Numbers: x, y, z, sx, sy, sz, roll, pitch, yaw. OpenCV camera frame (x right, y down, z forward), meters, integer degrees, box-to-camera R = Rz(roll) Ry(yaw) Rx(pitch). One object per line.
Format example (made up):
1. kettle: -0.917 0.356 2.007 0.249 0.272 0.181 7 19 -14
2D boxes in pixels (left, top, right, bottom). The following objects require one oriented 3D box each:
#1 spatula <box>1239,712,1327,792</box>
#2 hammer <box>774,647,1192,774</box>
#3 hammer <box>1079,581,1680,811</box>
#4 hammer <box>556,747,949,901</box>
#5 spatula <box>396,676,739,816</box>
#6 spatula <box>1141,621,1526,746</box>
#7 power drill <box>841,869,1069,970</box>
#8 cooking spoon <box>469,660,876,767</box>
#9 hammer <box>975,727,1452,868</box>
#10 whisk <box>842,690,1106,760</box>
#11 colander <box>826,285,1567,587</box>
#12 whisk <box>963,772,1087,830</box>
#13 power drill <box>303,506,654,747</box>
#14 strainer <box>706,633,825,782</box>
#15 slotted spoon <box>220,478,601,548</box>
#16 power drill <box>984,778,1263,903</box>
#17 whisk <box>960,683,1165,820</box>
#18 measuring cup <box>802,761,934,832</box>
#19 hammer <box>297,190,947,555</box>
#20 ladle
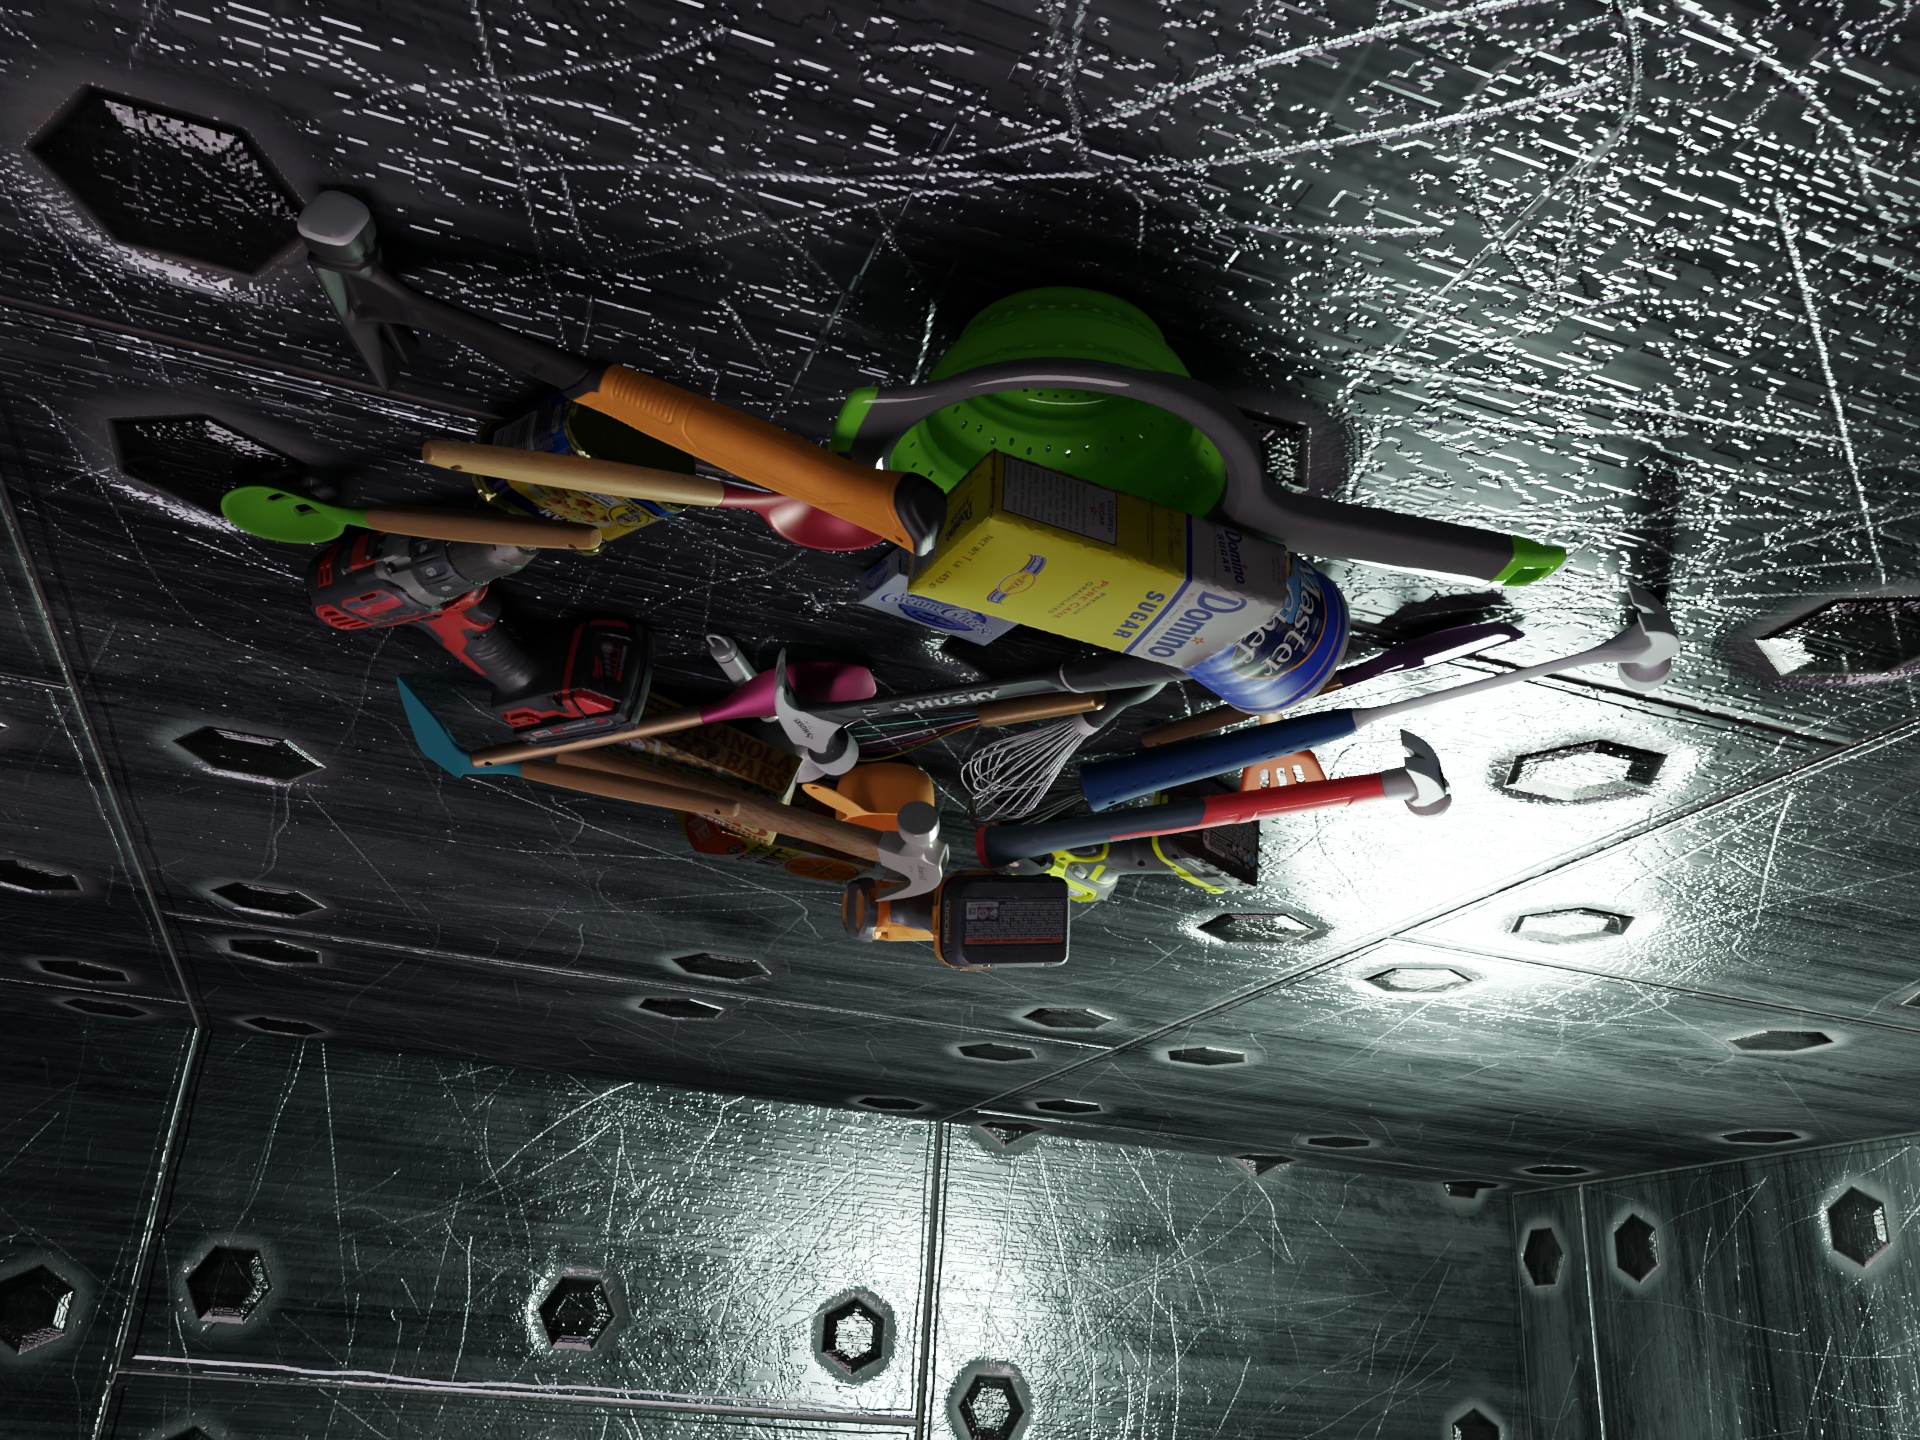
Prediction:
1. spatula: 0.242 0.018 1.218 0.081 0.041 0.322 -8 165 11
2. hammer: 0.060 -0.031 1.121 0.409 0.036 0.149 -9 152 16
3. hammer: 0.278 -0.006 1.085 0.405 0.035 0.144 -16 160 14
4. hammer: -0.167 0.071 1.254 0.331 0.031 0.130 15 148 15
5. spatula: -0.316 0.034 1.258 0.317 0.044 0.082 10 131 16
6. spatula: 0.262 -0.025 1.181 0.316 0.018 0.059 -20 155 41
7. power drill: 0.017 0.176 1.441 0.185 0.084 0.226 3 176 -28
8. cooking spoon: -0.222 0.001 1.216 0.319 0.017 0.068 -11 145 4
9. hammer: 0.187 0.071 1.277 0.386 0.038 0.143 -11 159 22
10. whisk: -0.003 -0.006 1.226 0.245 0.047 0.051 -9 159 29
11. colander: 0.130 -0.143 0.835 0.397 0.095 0.204 9 156 -11
12. whisk: 0.109 0.058 1.366 0.239 0.055 0.055 -13 151 25
13. power drill: -0.310 -0.070 1.103 0.188 0.080 0.226 -11 149 29
14. strainer: -0.153 -0.003 1.273 0.087 0.050 0.258 11 156 21
15. slotted spoon: -0.333 -0.120 0.957 0.314 0.031 0.070 8 162 31
16. power drill: 0.145 0.114 1.448 0.223 0.080 0.171 -12 153 38
17. whisk: 0.085 0.012 1.255 0.070 0.070 0.284 15 150 -24
18. measuring cup: -0.085 0.057 1.363 0.095 0.052 0.173 -10 158 25
19. hammer: -0.163 -0.155 0.789 0.337 0.034 0.127 24 158 8
20. ladle: -0.157 -0.128 0.889 0.069 0.031 0.315 -24 165 37
